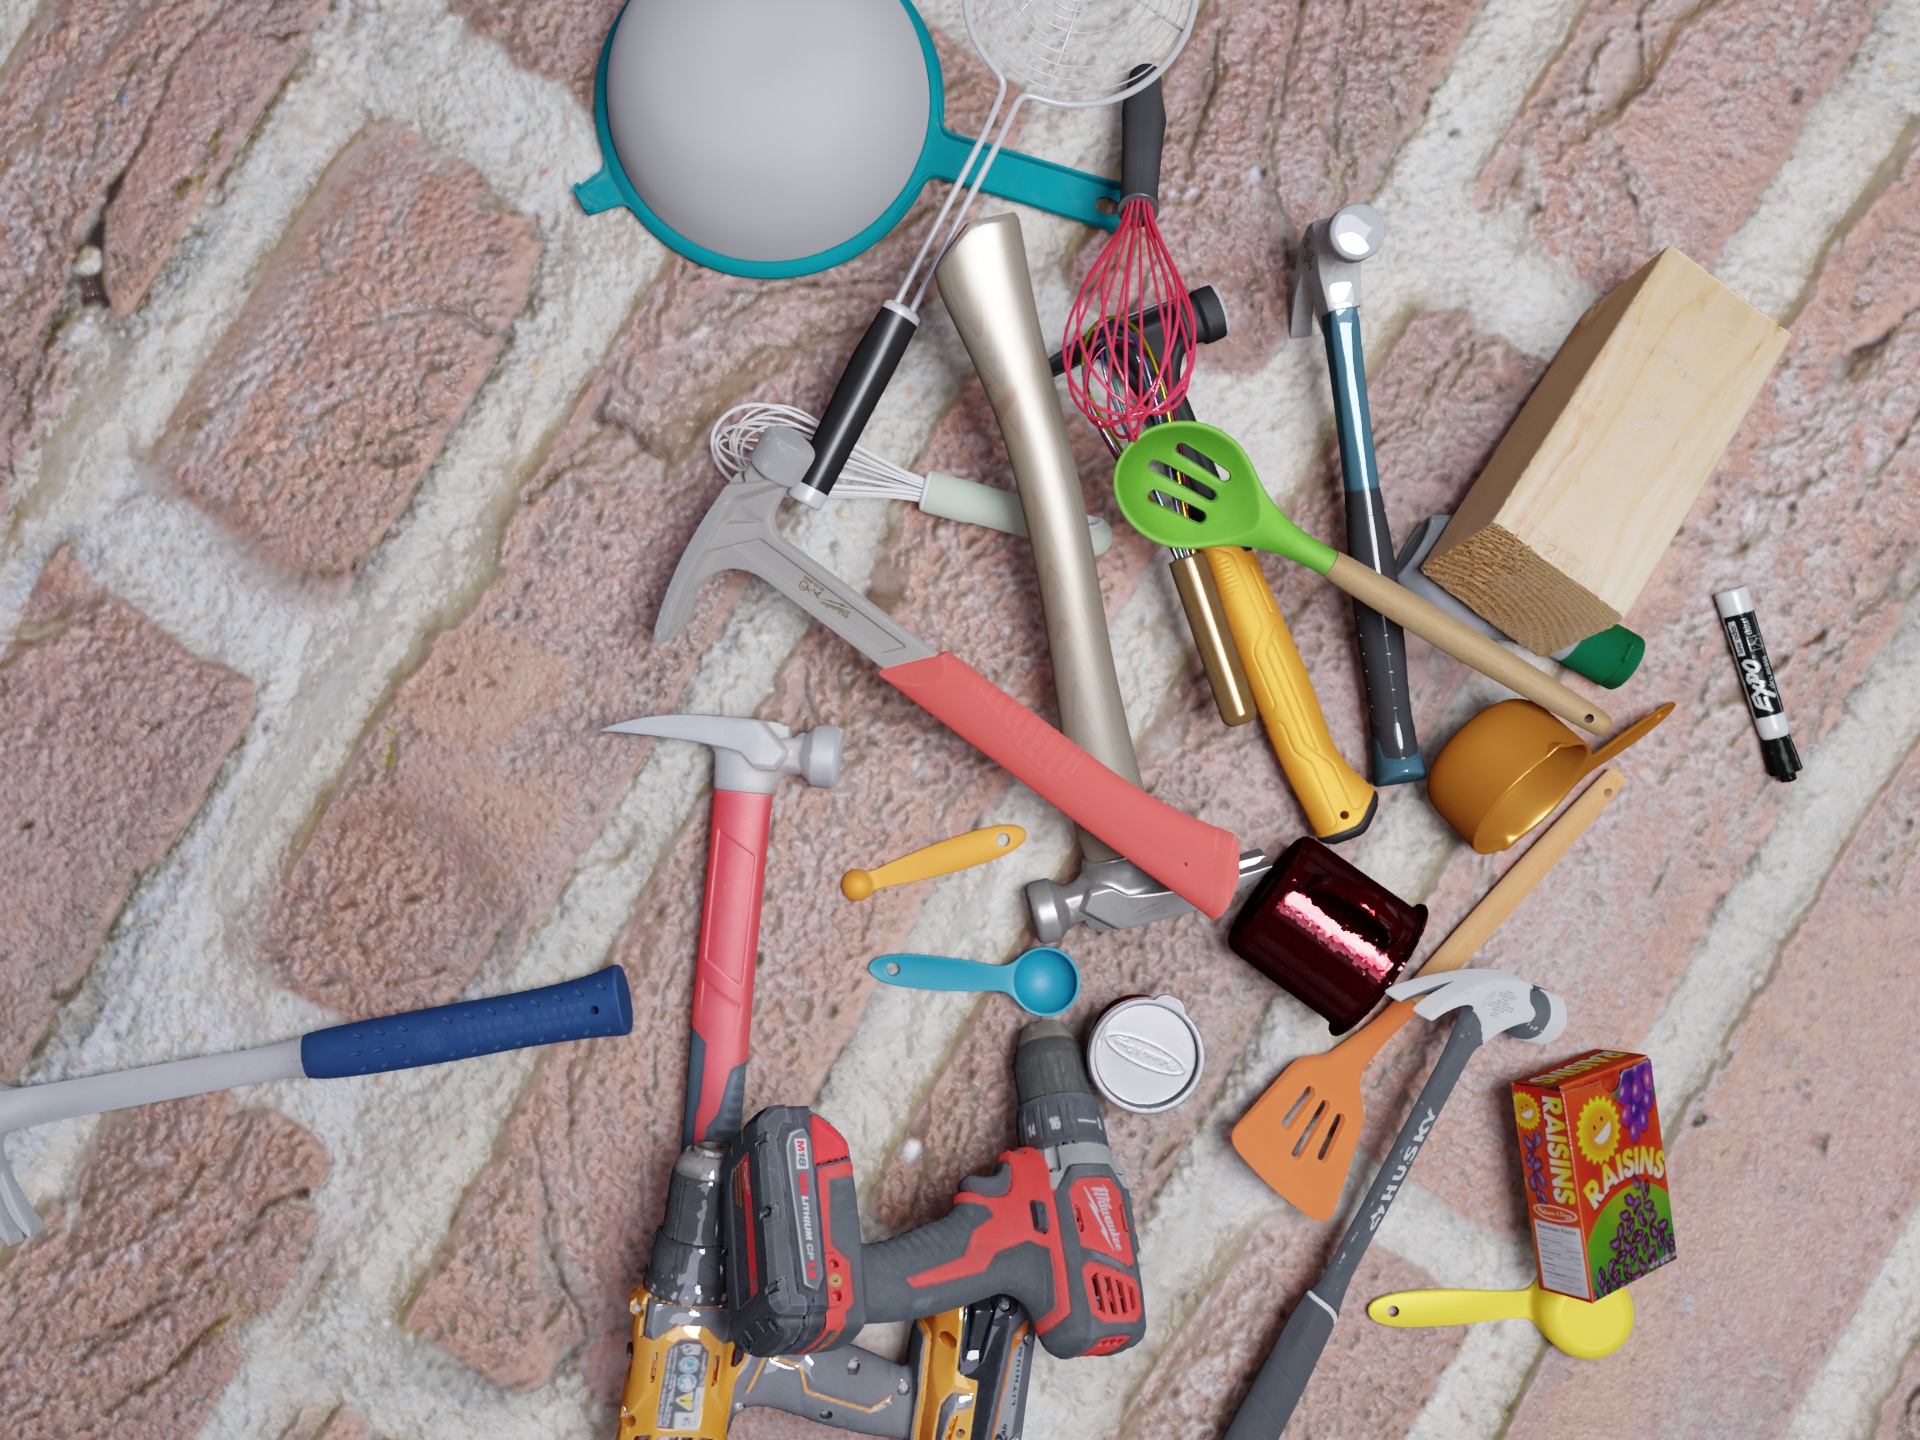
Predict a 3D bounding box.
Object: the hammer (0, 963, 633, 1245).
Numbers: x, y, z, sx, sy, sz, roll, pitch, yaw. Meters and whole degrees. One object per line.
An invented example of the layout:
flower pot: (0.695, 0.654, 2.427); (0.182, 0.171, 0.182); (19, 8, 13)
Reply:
hammer: (-0.398, 0.208, 0.946); (0.405, 0.035, 0.144); (-10, 90, 0)

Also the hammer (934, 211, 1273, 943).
hammer: (0.070, -0.076, 0.897); (0.146, 0.038, 0.410); (-14, 106, -1)

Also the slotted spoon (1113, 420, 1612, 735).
slotted spoon: (0.224, -0.072, 0.876); (0.313, 0.031, 0.070); (29, 109, -5)

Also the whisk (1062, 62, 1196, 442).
whisk: (0.097, -0.269, 0.879); (0.073, 0.073, 0.296); (7, 57, 0)

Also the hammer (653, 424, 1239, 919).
hammer: (-0.001, -0.003, 0.884); (0.359, 0.037, 0.149); (37, 114, 5)

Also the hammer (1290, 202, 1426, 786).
hammer: (0.234, -0.120, 0.919); (0.033, 0.128, 0.331); (-9, 99, 2)

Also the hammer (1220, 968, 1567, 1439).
hammer: (0.216, 0.325, 0.921); (0.149, 0.036, 0.409); (21, 97, -43)

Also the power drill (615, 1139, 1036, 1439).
power drill: (-0.075, 0.340, 0.906); (0.226, 0.084, 0.185); (8, 90, -11)

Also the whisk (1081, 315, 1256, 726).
whisk: (0.120, -0.114, 0.912); (0.047, 0.051, 0.245); (-18, 92, 19)

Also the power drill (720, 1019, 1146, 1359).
power drill: (-0.011, 0.254, 0.873); (0.226, 0.080, 0.188); (6, 55, -23)

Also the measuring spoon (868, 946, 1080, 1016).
measuring spoon: (0.009, 0.152, 0.960); (0.128, 0.021, 0.042); (3, 94, 9)

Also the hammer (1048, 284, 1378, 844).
hammer: (0.156, -0.083, 0.943); (0.127, 0.034, 0.337); (-23, 88, -1)

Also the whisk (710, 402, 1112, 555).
whisk: (-0.028, -0.138, 0.947); (0.246, 0.058, 0.059); (15, 124, -3)

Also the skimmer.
skimmer: (0.003, -0.277, 0.868); (0.127, 0.090, 0.363); (26, 94, -23)

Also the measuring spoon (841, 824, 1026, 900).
measuring spoon: (-0.016, 0.085, 0.959); (0.117, 0.011, 0.021); (-17, 90, 0)

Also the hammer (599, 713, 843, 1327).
hammer: (-0.159, 0.189, 0.946); (0.143, 0.038, 0.386); (6, 90, 1)

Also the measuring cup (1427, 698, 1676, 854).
measuring cup: (0.349, 0.012, 0.939); (0.173, 0.095, 0.052); (-26, 55, -24)

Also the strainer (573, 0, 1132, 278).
strainer: (-0.054, -0.353, 0.919); (0.340, 0.095, 0.211); (17, 90, 1)

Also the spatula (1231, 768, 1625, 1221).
spatula: (0.288, 0.152, 0.946); (0.081, 0.041, 0.322); (43, 89, -8)

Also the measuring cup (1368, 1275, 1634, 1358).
measuring cup: (0.324, 0.354, 0.950); (0.156, 0.029, 0.062); (-2, 90, -2)
